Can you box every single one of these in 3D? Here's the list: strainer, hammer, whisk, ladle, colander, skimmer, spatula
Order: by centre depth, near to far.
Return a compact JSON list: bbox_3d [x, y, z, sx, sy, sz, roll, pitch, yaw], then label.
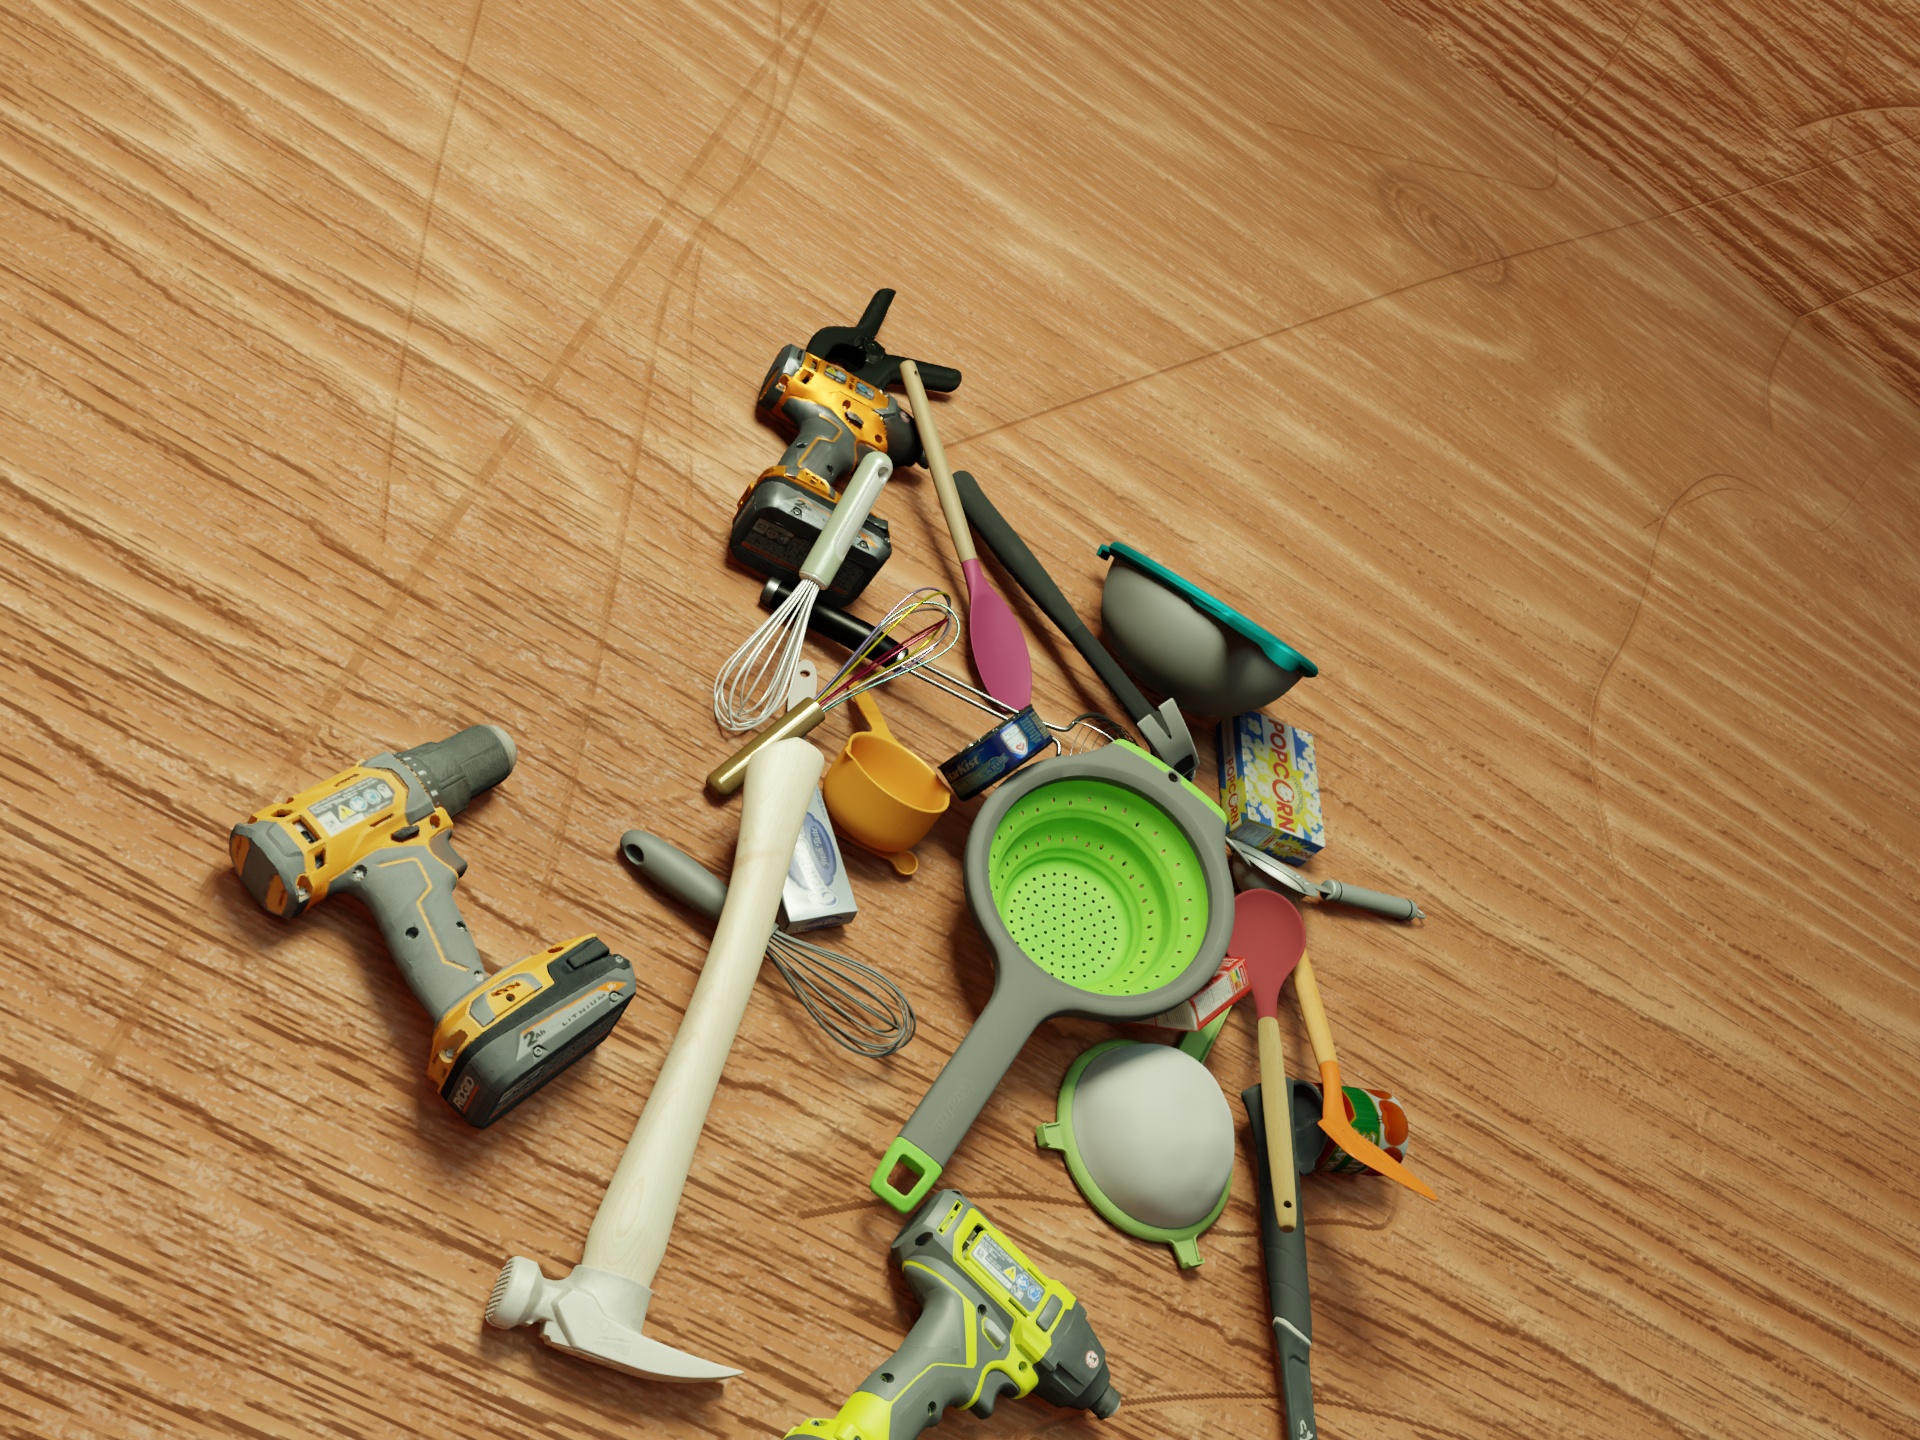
[{"bbox_3d":[-0.147,0.191,0.991,0.146,0.038,0.411,27,56,-16],"label":"hammer"},{"bbox_3d":[-0.132,0.148,1.072,0.239,0.055,0.055,36,45,0],"label":"whisk"},{"bbox_3d":[0.234,0.442,1.090,0.149,0.036,0.409,18,54,-25],"label":"hammer"},{"bbox_3d":[0.048,0.188,1.133,0.204,0.094,0.397,36,57,4],"label":"colander"},{"bbox_3d":[0.173,0.260,1.173,0.151,0.069,0.256,41,47,-2],"label":"strainer"},{"bbox_3d":[-0.090,-0.019,1.182,0.245,0.047,0.051,-40,90,-25],"label":"whisk"},{"bbox_3d":[0.232,0.245,1.186,0.069,0.031,0.316,4,37,4],"label":"ladle"},{"bbox_3d":[-0.114,-0.098,1.194,0.246,0.059,0.057,-62,146,-14],"label":"whisk"},{"bbox_3d":[0.282,0.242,1.209,0.081,0.041,0.323,30,26,-16],"label":"spatula"},{"bbox_3d":[-0.002,-0.004,1.278,0.363,0.090,0.127,28,54,-1],"label":"skimmer"},{"bbox_3d":[0.203,-0.050,1.321,0.211,0.095,0.340,31,8,-11],"label":"strainer"},{"bbox_3d":[0.089,-0.088,1.357,0.035,0.146,0.335,-36,70,-1],"label":"hammer"},{"bbox_3d":[0.314,0.148,1.372,0.258,0.050,0.087,16,16,-31],"label":"strainer"}]

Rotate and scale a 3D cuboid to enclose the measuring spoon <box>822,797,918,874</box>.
[{"bbox_3d":[-0.083,0.082,1.176,0.117,0.011,0.021,31,53,-6],"label":"measuring spoon"}]

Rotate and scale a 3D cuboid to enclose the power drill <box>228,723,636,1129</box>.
[{"bbox_3d":[-0.297,0.109,0.965,0.226,0.084,0.185,46,44,9],"label":"power drill"}]

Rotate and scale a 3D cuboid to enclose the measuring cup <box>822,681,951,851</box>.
[{"bbox_3d":[-0.071,0.033,1.198,0.095,0.052,0.174,23,22,-32],"label":"measuring cup"}]

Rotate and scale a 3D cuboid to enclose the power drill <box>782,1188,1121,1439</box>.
[{"bbox_3d":[-0.005,0.412,0.940,0.171,0.080,0.223,44,42,2],"label":"power drill"}]

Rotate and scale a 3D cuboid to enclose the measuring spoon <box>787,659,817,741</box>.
[{"bbox_3d":[-0.123,0.001,1.206,0.034,0.018,0.124,8,45,-6],"label":"measuring spoon"}]

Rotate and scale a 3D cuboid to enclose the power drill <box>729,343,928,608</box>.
[{"bbox_3d":[-0.099,-0.203,1.325,0.164,0.084,0.227,25,44,-19],"label":"power drill"}]

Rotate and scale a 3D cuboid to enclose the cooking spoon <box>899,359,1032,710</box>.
[{"bbox_3d":[0.000,-0.159,1.353,0.068,0.017,0.319,-8,78,-47],"label":"cooking spoon"}]
